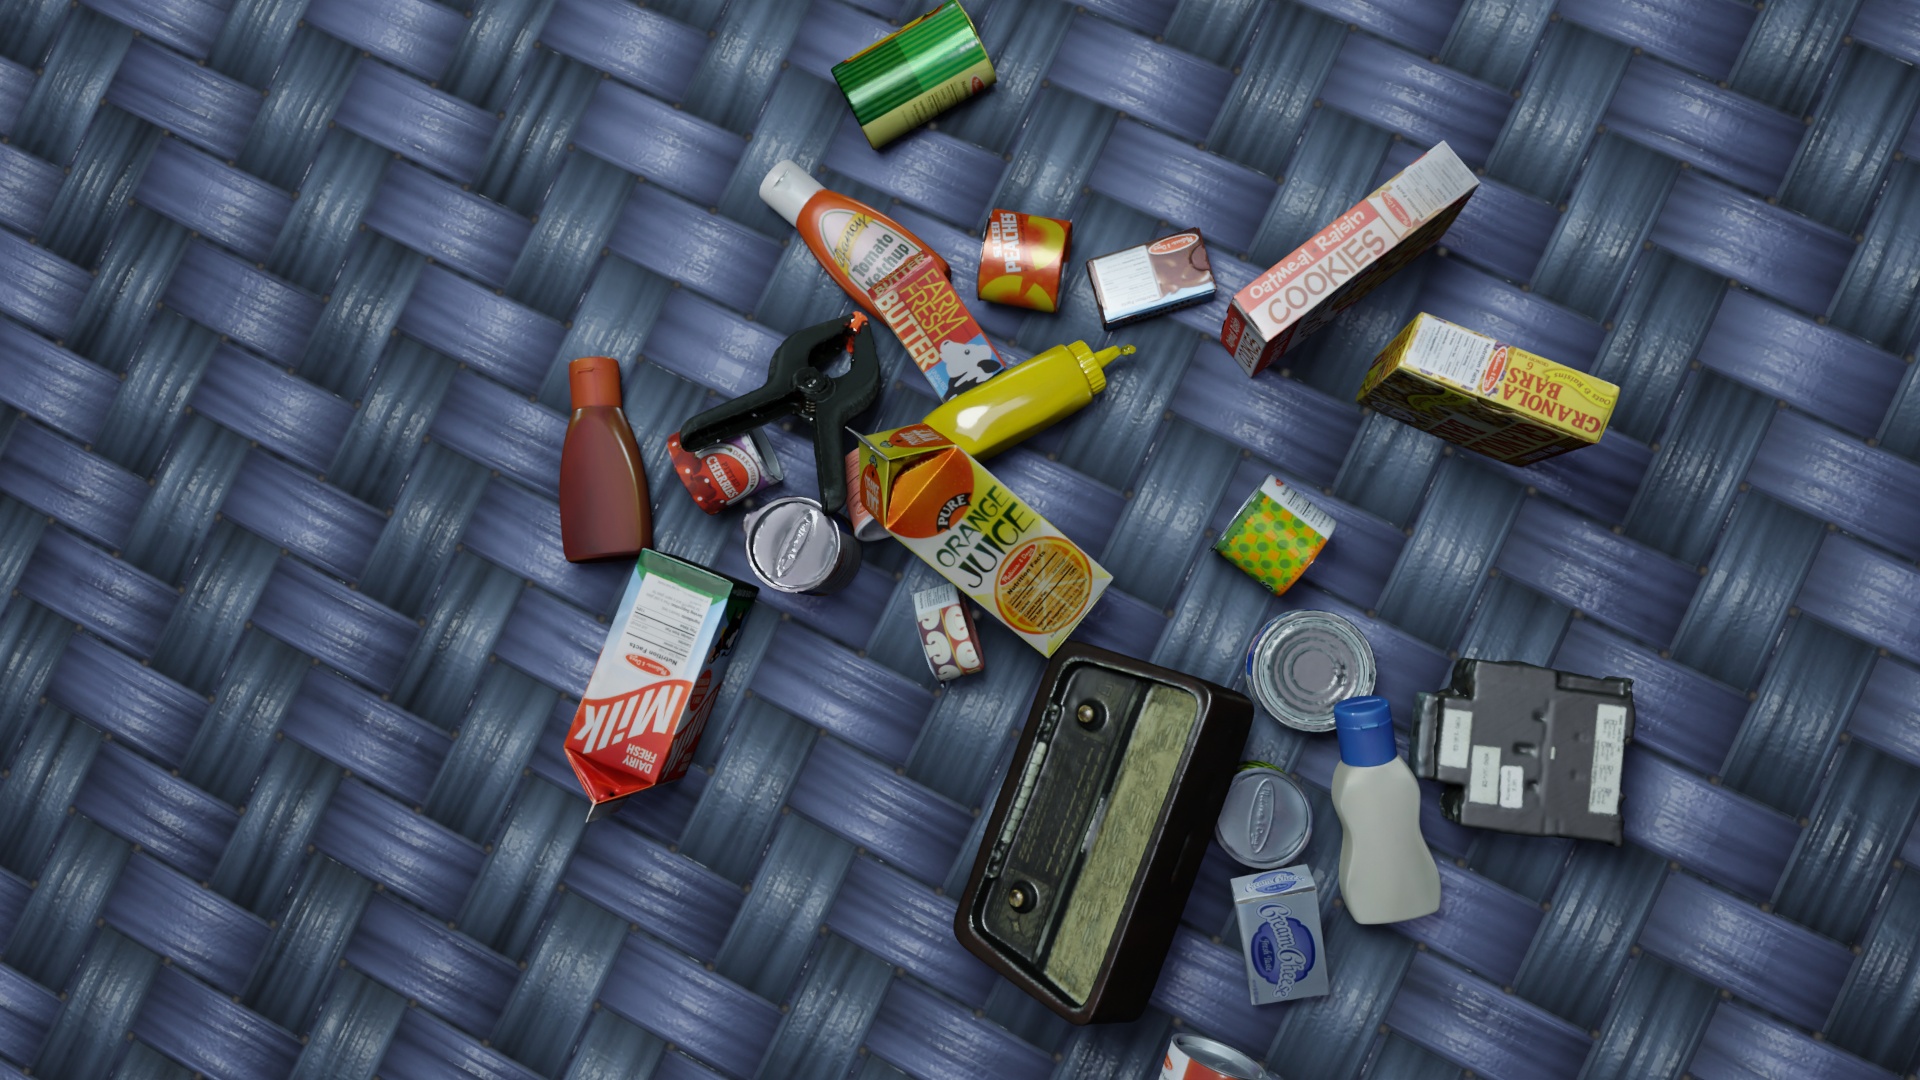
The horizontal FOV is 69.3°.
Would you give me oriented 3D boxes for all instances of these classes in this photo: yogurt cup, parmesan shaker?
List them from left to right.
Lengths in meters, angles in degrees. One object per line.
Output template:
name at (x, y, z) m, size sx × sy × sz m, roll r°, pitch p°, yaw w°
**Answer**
yogurt cup at (-0.053, -0.038, 0.986) m, size 0.072 × 0.072 × 0.054 m, roll -27°, pitch 75°, yaw 4°
parmesan shaker at (-0.035, -0.337, 1.003) m, size 0.103 × 0.071 × 0.071 m, roll -28°, pitch 83°, yaw 4°

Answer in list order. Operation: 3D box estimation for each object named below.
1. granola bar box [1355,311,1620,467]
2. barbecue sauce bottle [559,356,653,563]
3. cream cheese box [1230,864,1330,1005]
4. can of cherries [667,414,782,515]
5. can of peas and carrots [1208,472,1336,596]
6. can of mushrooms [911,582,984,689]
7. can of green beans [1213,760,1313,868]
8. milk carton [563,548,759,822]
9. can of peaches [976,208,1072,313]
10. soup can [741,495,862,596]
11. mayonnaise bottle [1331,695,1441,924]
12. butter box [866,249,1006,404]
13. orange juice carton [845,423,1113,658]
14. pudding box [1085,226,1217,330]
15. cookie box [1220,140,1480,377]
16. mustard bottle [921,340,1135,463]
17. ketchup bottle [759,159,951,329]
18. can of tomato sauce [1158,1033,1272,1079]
granola bar box at (0.332, -0.092, 0.895) m, size 0.124 × 0.165 × 0.039 m, roll 23°, pitch 91°, yaw 8°
barbecue sauce bottle at (-0.264, -0.059, 1.020) m, size 0.065 × 0.043 × 0.148 m, roll -7°, pitch 84°, yaw 6°
cream cheese box at (0.213, 0.264, 0.923) m, size 0.053 × 0.024 × 0.103 m, roll -12°, pitch 120°, yaw 5°
can of cherries at (-0.169, -0.058, 0.996) m, size 0.058 × 0.071 × 0.071 m, roll -27°, pitch 83°, yaw 4°
can of peas and carrots at (0.213, -0.002, 0.952) m, size 0.059 × 0.071 × 0.071 m, roll 37°, pitch 90°, yaw 7°
can of mushrooms at (-0.008, 0.066, 0.971) m, size 0.033 × 0.071 × 0.071 m, roll -18°, pitch 84°, yaw 4°
can of green beans at (0.202, 0.184, 0.941) m, size 0.071 × 0.058 × 0.071 m, roll 0°, pitch 86°, yaw 6°
milk carton at (-0.218, 0.108, 0.987) m, size 0.073 × 0.072 × 0.190 m, roll 21°, pitch 87°, yaw 8°
can of peaches at (0.046, -0.199, 0.983) m, size 0.058 × 0.071 × 0.071 m, roll 11°, pitch 87°, yaw 6°
soup can at (-0.111, 0.004, 0.977) m, size 0.071 × 0.084 × 0.071 m, roll -1°, pitch 85°, yaw 6°
mayonnaise bottle at (0.278, 0.178, 0.924) m, size 0.065 × 0.041 × 0.147 m, roll -11°, pitch 99°, yaw 4°
butter box at (-0.017, -0.149, 0.981) m, size 0.053 × 0.024 × 0.103 m, roll -35°, pitch 120°, yaw 2°
orange juice carton at (0.003, -0.012, 0.924) m, size 0.192 × 0.072 × 0.073 m, roll 39°, pitch 92°, yaw -23°
pudding box at (0.136, -0.186, 0.993) m, size 0.084 × 0.030 × 0.049 m, roll -16°, pitch 83°, yaw 5°
cookie box at (0.254, -0.184, 0.932) m, size 0.167 × 0.123 × 0.040 m, roll -36°, pitch 82°, yaw 3°
mustard bottle at (0.051, -0.102, 0.981) m, size 0.160 × 0.065 × 0.049 m, roll -28°, pitch 86°, yaw -2°
ketchup bottle at (-0.080, -0.219, 1.013) m, size 0.149 × 0.043 × 0.065 m, roll 40°, pitch 90°, yaw 8°
can of tomato sauce at (0.161, 0.383, 0.924) m, size 0.071 × 0.071 × 0.083 m, roll 19°, pitch 89°, yaw 8°
